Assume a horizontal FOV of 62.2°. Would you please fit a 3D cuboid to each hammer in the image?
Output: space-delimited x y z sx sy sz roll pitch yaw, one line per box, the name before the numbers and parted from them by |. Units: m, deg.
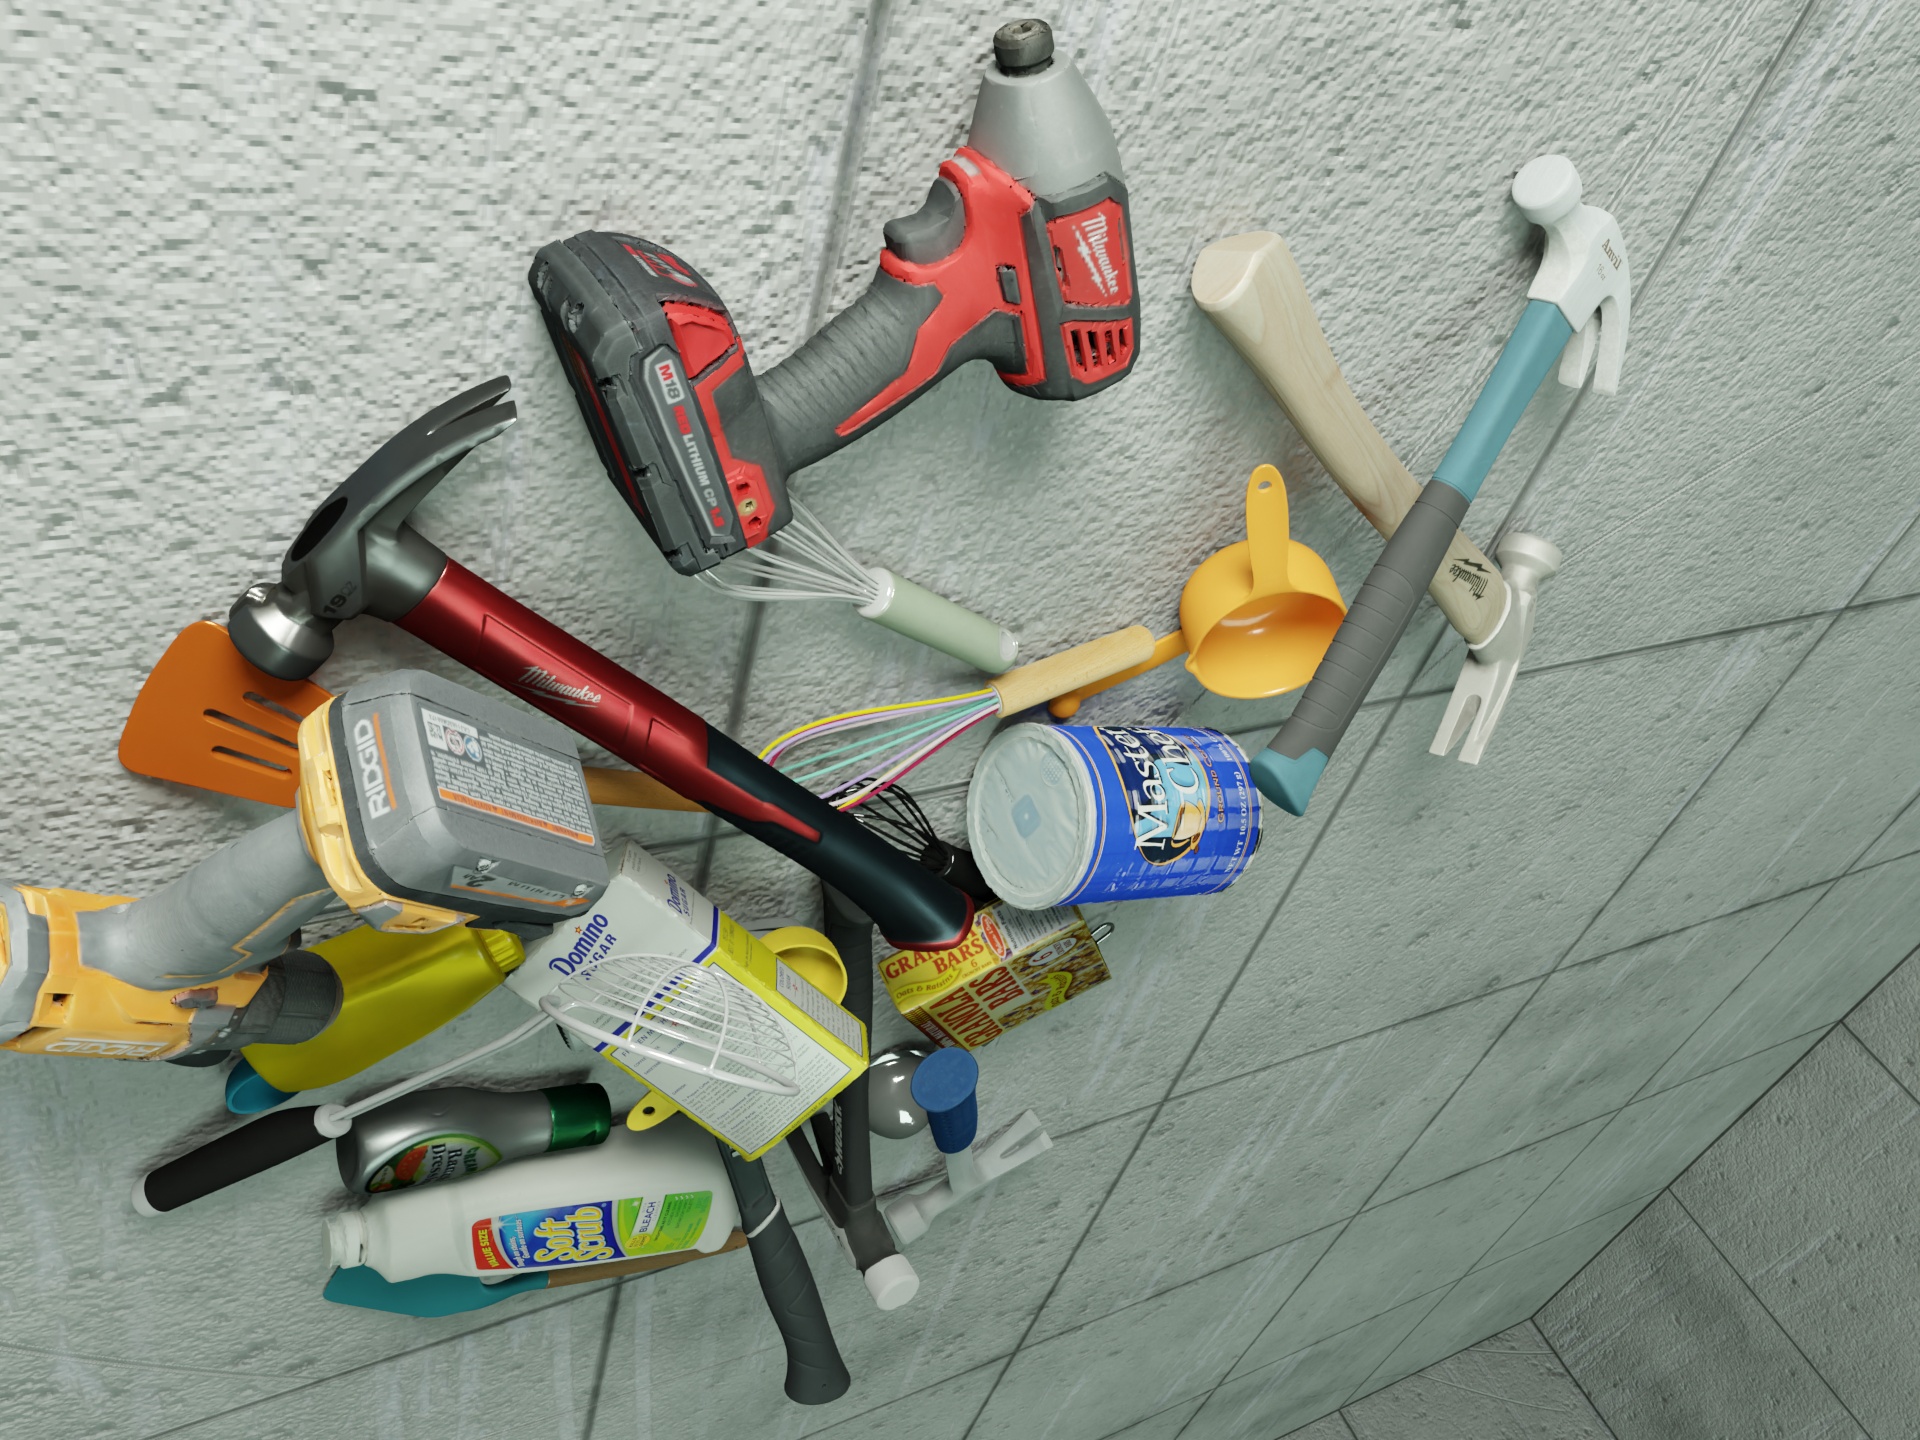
hammer | -0.071 0.213 0.991 0.035 0.146 0.334 -17 131 -24
hammer | 0.237 -0.103 0.796 0.128 0.033 0.331 28 92 -45
hammer | -0.106 0.008 0.700 0.143 0.038 0.385 -39 133 15
hammer | 0.221 -0.110 0.834 0.410 0.038 0.146 33 78 -48
hammer | -0.124 0.292 0.990 0.149 0.036 0.408 -24 124 -18
hammer | 0.002 0.290 1.111 0.144 0.035 0.405 -30 158 -12

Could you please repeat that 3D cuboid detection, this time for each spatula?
spatula | -0.201 0.020 0.724 0.322 0.041 0.081 10 127 -49
spatula | -0.267 0.366 1.087 0.317 0.044 0.082 11 126 -50

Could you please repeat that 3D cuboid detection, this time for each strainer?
strainer | 0.008 0.225 1.114 0.258 0.050 0.086 -41 130 6

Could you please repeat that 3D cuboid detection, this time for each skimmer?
skimmer | -0.253 0.202 0.776 0.363 0.090 0.127 -24 158 12

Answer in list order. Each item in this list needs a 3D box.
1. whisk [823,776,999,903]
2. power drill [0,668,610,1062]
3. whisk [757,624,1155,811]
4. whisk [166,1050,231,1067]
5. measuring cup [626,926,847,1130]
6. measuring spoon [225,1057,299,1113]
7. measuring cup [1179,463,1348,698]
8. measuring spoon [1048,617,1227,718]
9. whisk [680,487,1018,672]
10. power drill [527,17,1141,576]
whisk | -0.011 0.078 0.921 0.055 0.055 0.238 -41 148 12
power drill | -0.251 0.074 0.622 0.226 0.084 0.185 -25 159 13
whisk | -0.001 -0.001 0.832 0.245 0.047 0.051 -21 177 -23
whisk | -0.387 0.093 0.645 0.070 0.070 0.284 -31 150 -2
measuring cup | -0.130 0.173 0.891 0.156 0.029 0.062 -41 120 9
measuring spoon | -0.314 0.162 0.817 0.128 0.021 0.042 -23 152 -28
measuring cup | 0.156 -0.084 0.835 0.095 0.052 0.173 -13 140 3
measuring spoon | 0.103 -0.030 0.903 0.117 0.011 0.021 -27 144 -8
whisk | -0.046 -0.061 0.731 0.059 0.058 0.246 -11 161 33
power drill | -0.035 -0.158 0.587 0.219 0.079 0.143 -27 136 -14
